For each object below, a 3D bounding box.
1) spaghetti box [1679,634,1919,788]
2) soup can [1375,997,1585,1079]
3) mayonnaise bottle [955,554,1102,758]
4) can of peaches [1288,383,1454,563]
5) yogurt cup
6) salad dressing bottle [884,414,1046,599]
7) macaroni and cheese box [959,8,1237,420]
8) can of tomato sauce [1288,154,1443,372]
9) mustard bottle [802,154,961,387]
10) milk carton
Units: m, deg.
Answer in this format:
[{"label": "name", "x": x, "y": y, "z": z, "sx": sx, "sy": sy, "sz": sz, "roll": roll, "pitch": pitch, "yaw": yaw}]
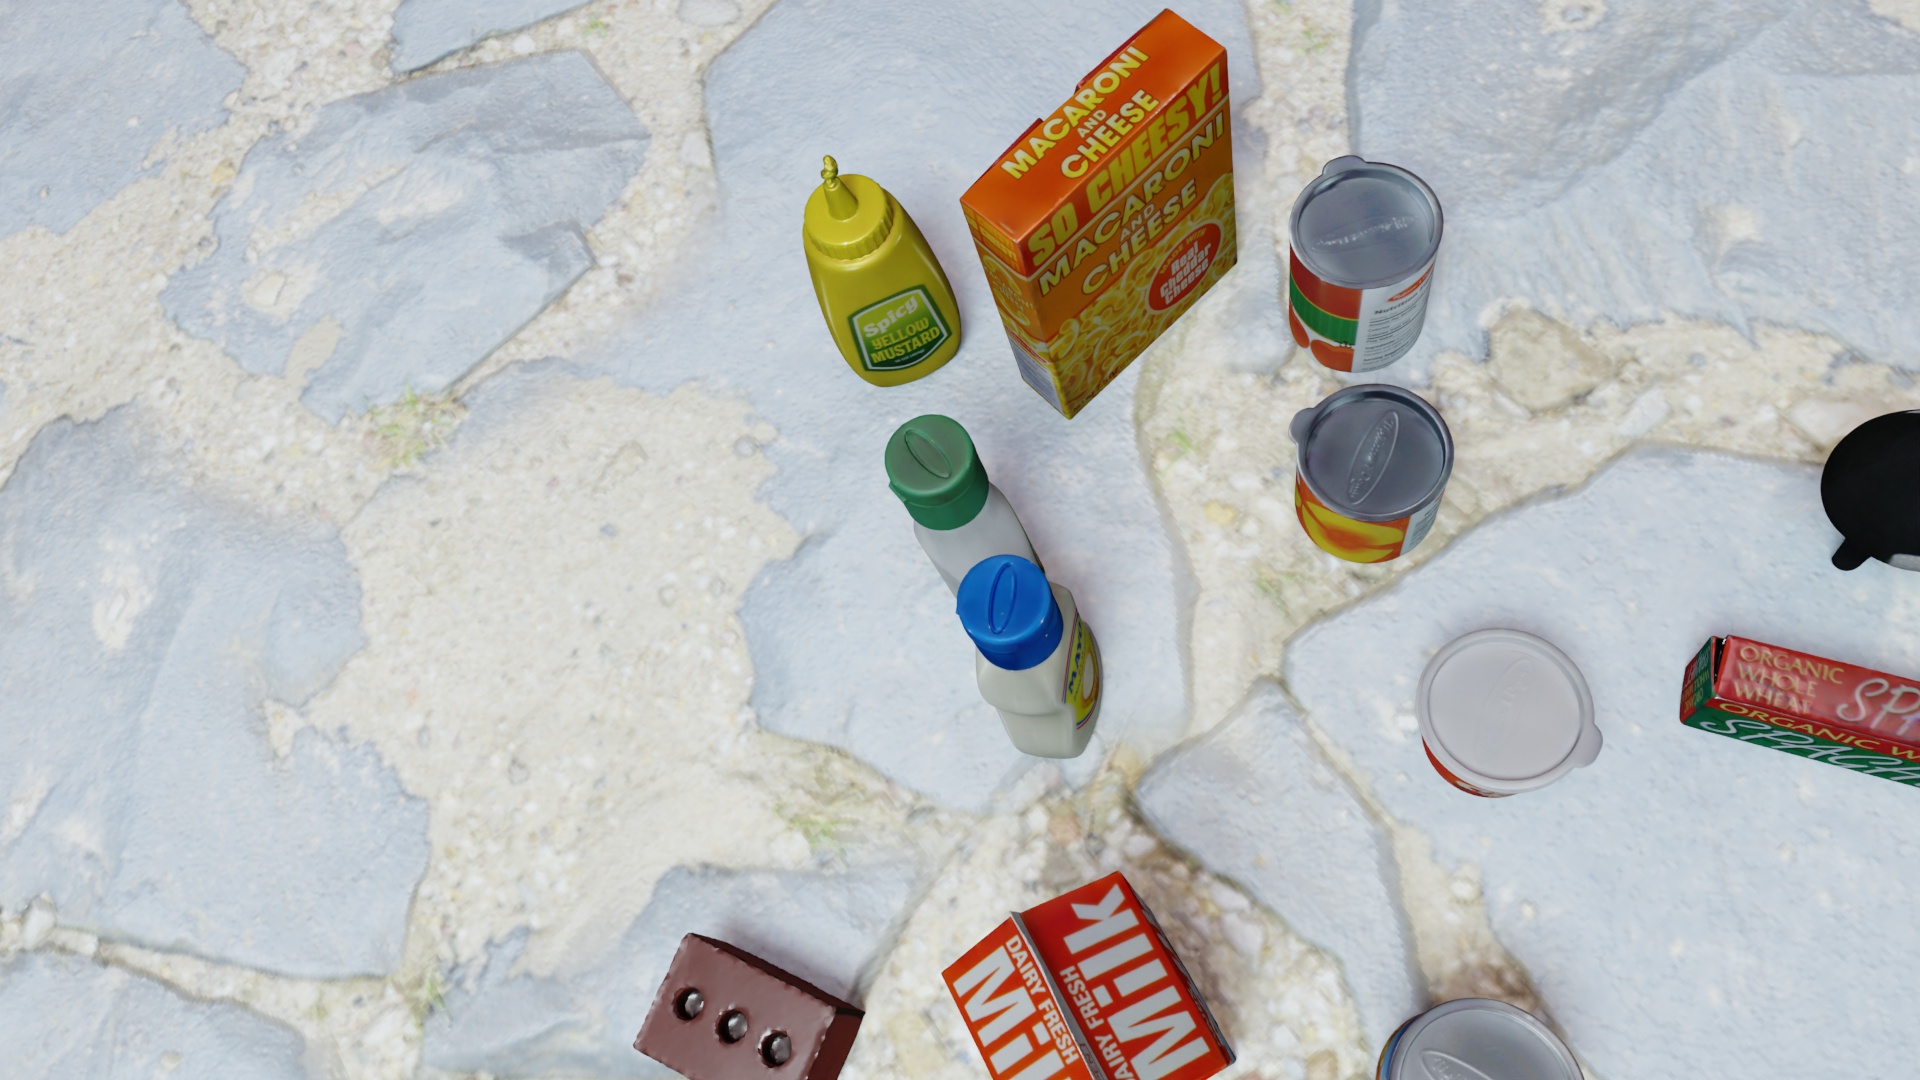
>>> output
[{"label": "spaghetti box", "x": 0.416, "y": 0.087, "z": 0.535, "sx": 0.250, "sy": 0.050, "sz": 0.029, "roll": 15, "pitch": 73, "yaw": 18}, {"label": "soup can", "x": 0.189, "y": 0.210, "z": 0.518, "sx": 0.071, "sy": 0.083, "sz": 0.071, "roll": -4, "pitch": 68, "yaw": 11}, {"label": "mayonnaise bottle", "x": 0.031, "y": 0.048, "z": 0.582, "sx": 0.041, "sy": 0.147, "sz": 0.065, "roll": 5, "pitch": 71, "yaw": 15}, {"label": "can of peaches", "x": 0.183, "y": -0.030, "z": 0.629, "sx": 0.071, "sy": 0.058, "sz": 0.071, "roll": -4, "pitch": 68, "yaw": 11}, {"label": "yogurt cup", "x": 0.224, "y": 0.076, "z": 0.580, "sx": 0.072, "sy": 0.053, "sz": 0.072, "roll": -4, "pitch": 68, "yaw": 11}, {"label": "salad dressing bottle", "x": 0.002, "y": -0.008, "z": 0.611, "sx": 0.044, "sy": 0.147, "sz": 0.064, "roll": -40, "pitch": 66, "yaw": -4}, {"label": "macaroni and cheese box", "x": 0.069, "y": -0.142, "z": 0.639, "sx": 0.124, "sy": 0.166, "sz": 0.040, "roll": -44, "pitch": 67, "yaw": -6}, {"label": "can of tomato sauce", "x": 0.187, "y": -0.128, "z": 0.653, "sx": 0.071, "sy": 0.083, "sz": 0.071, "roll": -4, "pitch": 68, "yaw": 11}, {"label": "mustard bottle", "x": -0.043, "y": -0.129, "z": 0.662, "sx": 0.065, "sy": 0.159, "sz": 0.049, "roll": -24, "pitch": 66, "yaw": 3}, {"label": "milk carton", "x": 0.050, "y": 0.175, "z": 0.505, "sx": 0.073, "sy": 0.190, "sz": 0.072, "roll": -30, "pitch": 66, "yaw": 0}]
